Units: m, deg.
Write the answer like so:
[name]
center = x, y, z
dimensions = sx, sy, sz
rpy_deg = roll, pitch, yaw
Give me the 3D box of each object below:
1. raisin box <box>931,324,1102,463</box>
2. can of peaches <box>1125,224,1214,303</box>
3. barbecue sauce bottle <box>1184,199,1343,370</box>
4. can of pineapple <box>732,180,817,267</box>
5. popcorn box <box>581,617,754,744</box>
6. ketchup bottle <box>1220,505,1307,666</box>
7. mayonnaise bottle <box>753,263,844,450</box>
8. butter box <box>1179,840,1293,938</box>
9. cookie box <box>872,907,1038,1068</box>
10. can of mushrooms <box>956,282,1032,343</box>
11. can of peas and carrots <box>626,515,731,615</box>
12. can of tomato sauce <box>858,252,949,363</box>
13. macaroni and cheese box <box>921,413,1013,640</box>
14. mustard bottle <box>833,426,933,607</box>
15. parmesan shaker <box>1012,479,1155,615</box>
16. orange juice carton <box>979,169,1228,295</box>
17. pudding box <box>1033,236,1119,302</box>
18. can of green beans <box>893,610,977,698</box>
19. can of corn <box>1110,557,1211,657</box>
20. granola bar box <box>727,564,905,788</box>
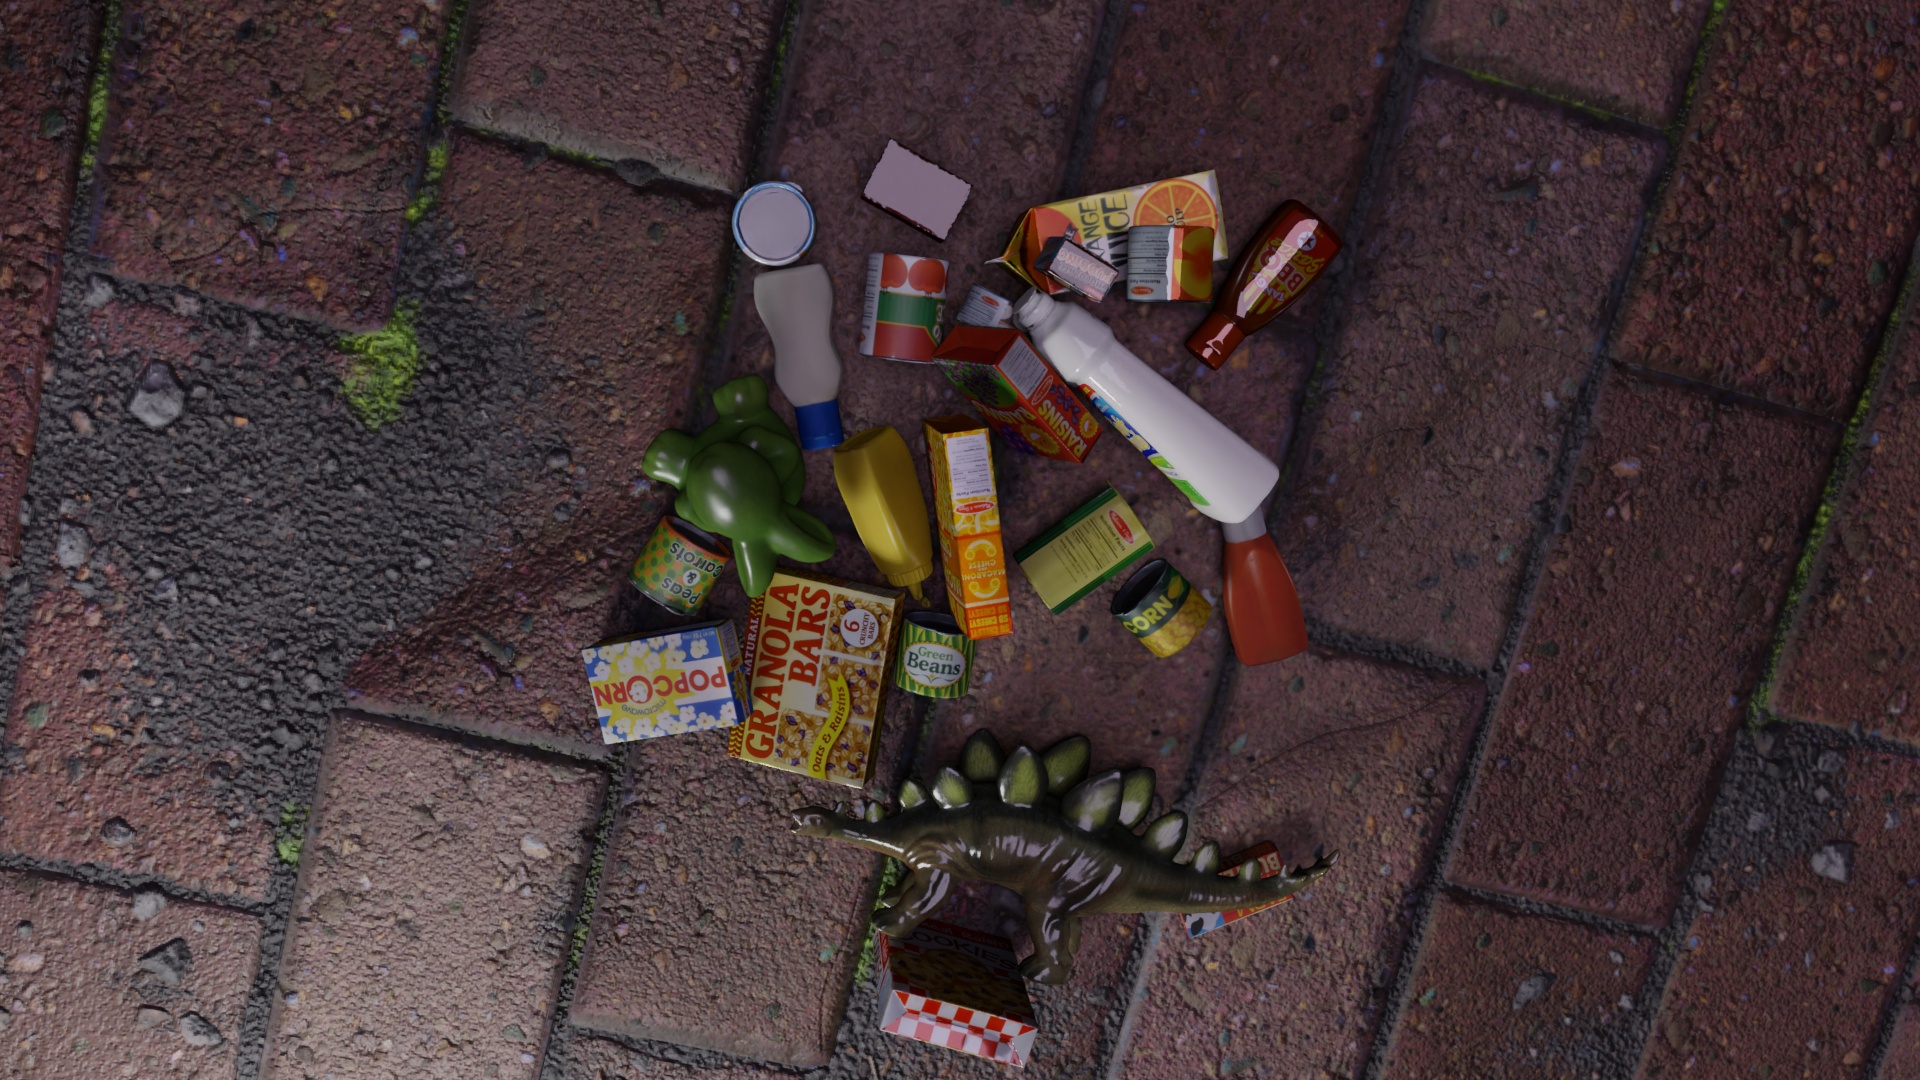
[raisin box]
center = 0.046, -0.117, 1.115
dimensions = 0.123, 0.086, 0.040
rpy_deg = 45, 72, -35
[can of peaches]
center = 0.162, -0.212, 1.069
dimensions = 0.071, 0.071, 0.058
rpy_deg = 0, 99, -5
[barbecue sauce bottle]
center = 0.249, -0.210, 1.161
dimensions = 0.065, 0.044, 0.148
rpy_deg = 39, 95, -11
[can of pineapple]
center = -0.147, -0.254, 1.110
dimensions = 0.071, 0.058, 0.071
rpy_deg = -1, 100, -5
[popcorn box]
center = -0.243, 0.117, 1.156
dimensions = 0.126, 0.038, 0.085
rpy_deg = -10, 98, 15
[ketchup bottle]
center = 0.256, 0.031, 1.204
dimensions = 0.065, 0.043, 0.148
rpy_deg = -16, 101, -3
[mayonnaise bottle]
center = -0.126, -0.150, 1.139
dimensions = 0.065, 0.041, 0.147
rpy_deg = -10, 102, -2
[butter box]
center = 0.246, 0.317, 1.263
dimensions = 0.103, 0.024, 0.053
rpy_deg = -21, 102, -1
[cookie box]
center = -0.009, 0.375, 1.178
dimensions = 0.123, 0.167, 0.040
rpy_deg = 17, 96, -8
[can of mushrooms]
center = 0.034, -0.181, 1.136
dimensions = 0.071, 0.071, 0.033
rpy_deg = 26, 97, -9
[can of peas and carrots]
center = -0.230, 0.021, 1.144
dimensions = 0.071, 0.071, 0.058
rpy_deg = 31, 95, -10
[can of tomato sauce]
center = -0.044, -0.188, 1.127
dimensions = 0.071, 0.071, 0.083
rpy_deg = 5, 99, -6
[macaroni and cheese box]
center = 0.004, -0.014, 1.131
dimensions = 0.040, 0.124, 0.166
rpy_deg = -9, 101, -7
[mustard bottle]
center = -0.057, -0.013, 1.158
dimensions = 0.049, 0.065, 0.159
rpy_deg = -4, 113, 36
[parmesan shaker]
center = 0.102, 0.006, 1.175
dimensions = 0.103, 0.071, 0.071
rpy_deg = -35, 101, 2
[orange juice carton]
center = 0.112, -0.244, 1.128
dimensions = 0.193, 0.072, 0.073
rpy_deg = -12, 101, -3
[pudding box]
center = 0.087, -0.206, 1.052
dimensions = 0.049, 0.084, 0.030
rpy_deg = 29, 99, -10
[can of green beans]
center = -0.021, 0.096, 1.179
dimensions = 0.071, 0.071, 0.057
rpy_deg = 9, 100, -7
[can of corn]
center = 0.171, 0.059, 1.188
dimensions = 0.058, 0.071, 0.071
rpy_deg = 43, 94, -12
[granola bar box]
center = -0.122, 0.112, 1.171
dimensions = 0.124, 0.039, 0.165
rpy_deg = 12, 99, 10
